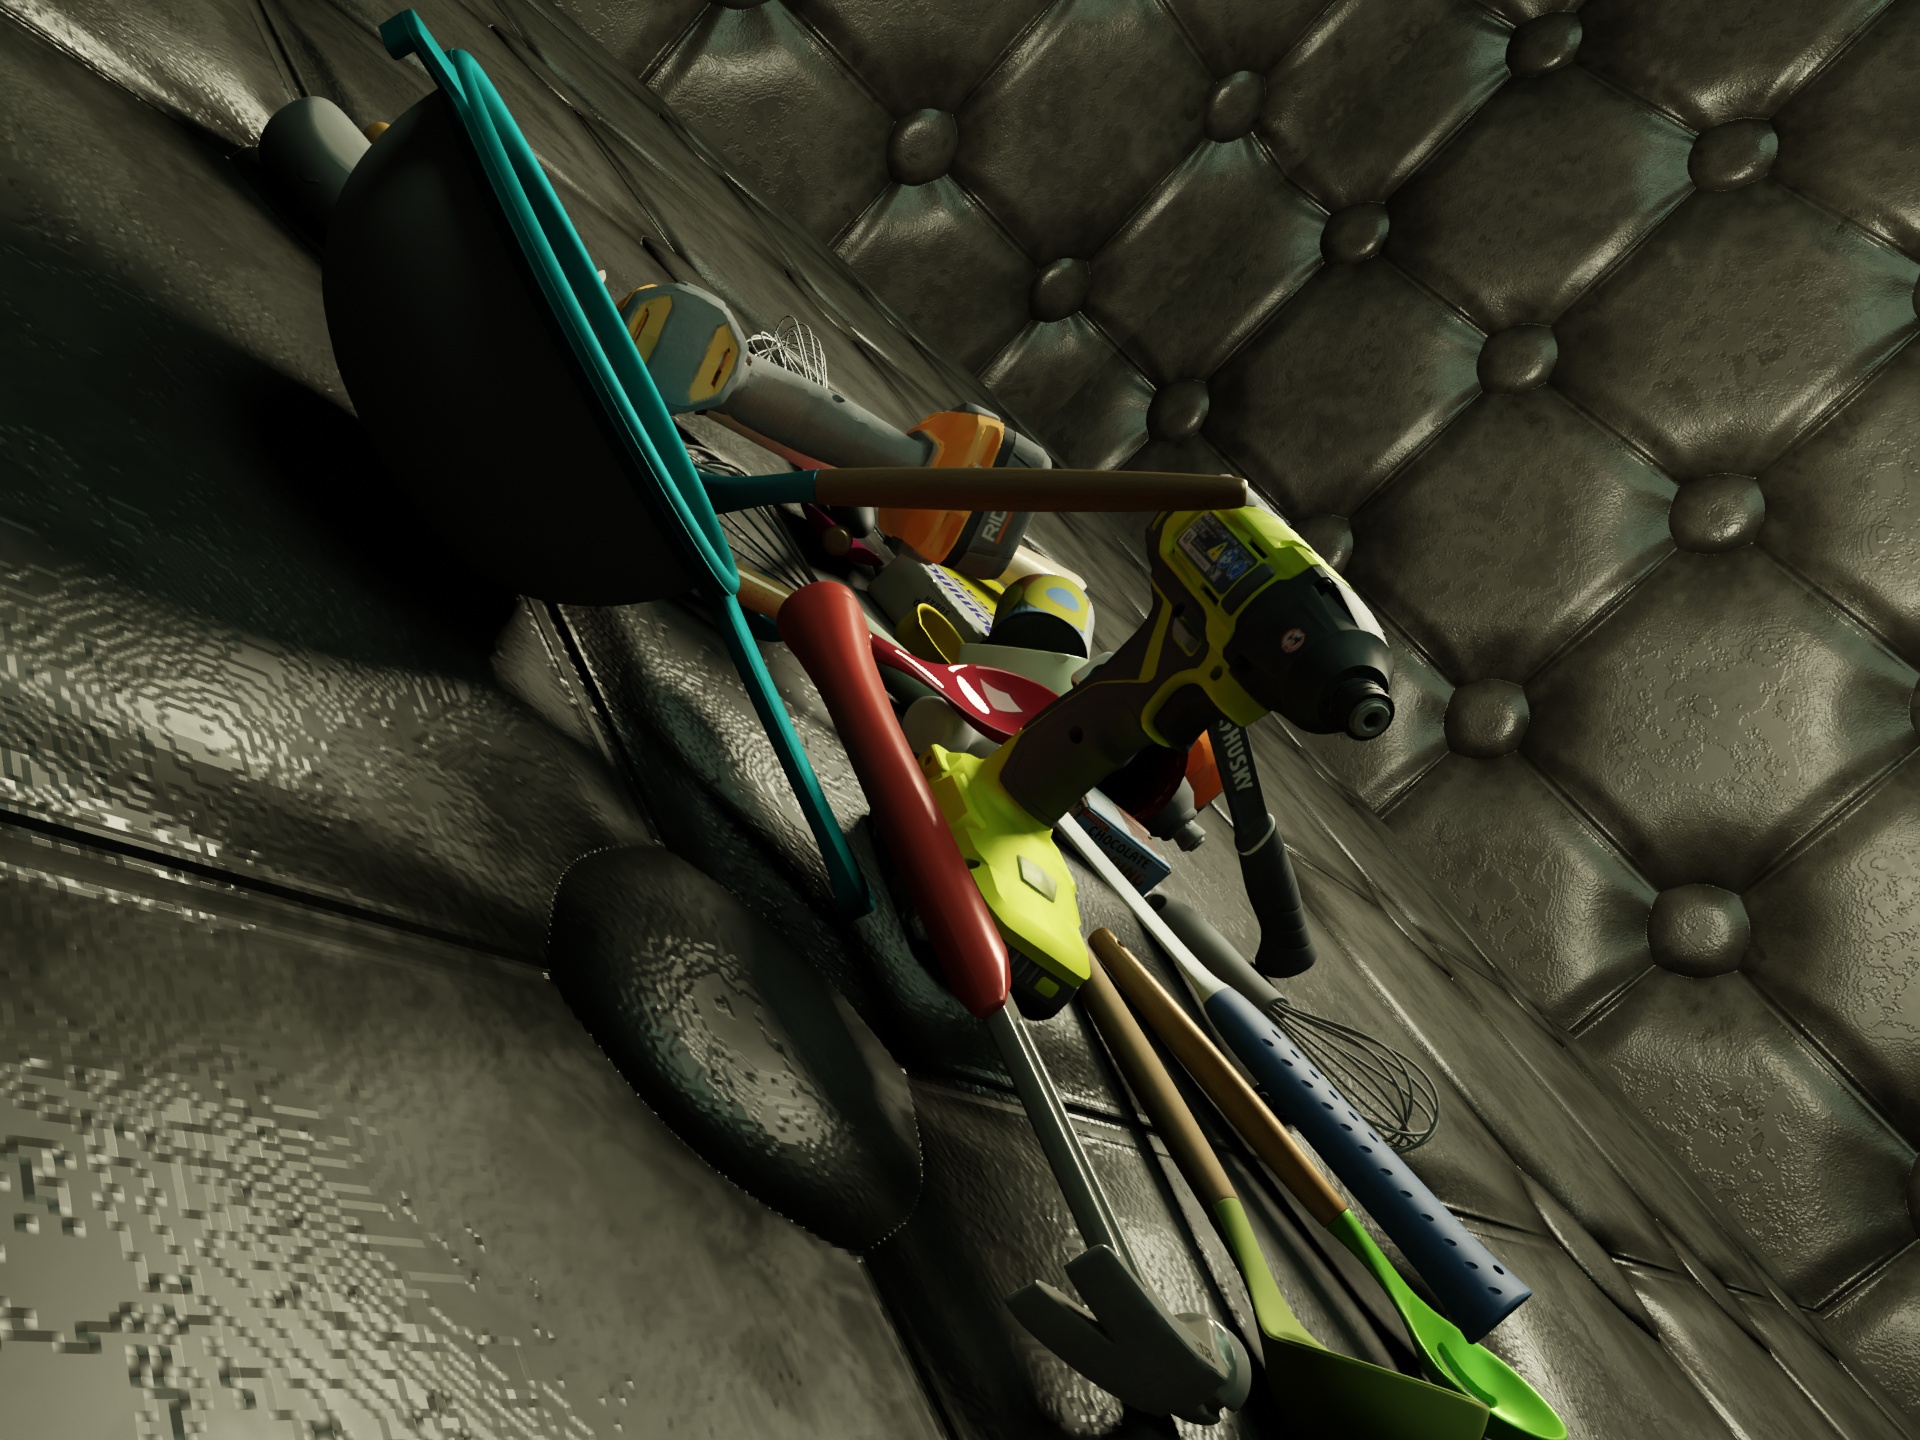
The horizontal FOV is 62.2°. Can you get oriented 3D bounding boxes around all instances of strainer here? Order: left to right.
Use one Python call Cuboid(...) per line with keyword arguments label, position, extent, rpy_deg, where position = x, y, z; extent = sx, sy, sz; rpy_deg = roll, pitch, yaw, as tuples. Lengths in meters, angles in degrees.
Cuboid(label="strainer", position=(-0.141, -0.064, 0.585), extent=(0.211, 0.095, 0.340), rpy_deg=(-132, -163, -83))

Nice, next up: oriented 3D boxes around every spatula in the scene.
Cuboid(label="spatula", position=(-0.035, -0.111, 0.696), extent=(0.082, 0.317, 0.044), rpy_deg=(80, 17, -50))

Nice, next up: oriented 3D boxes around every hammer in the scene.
Cuboid(label="hammer", position=(-0.075, -0.172, 1.076), extent=(0.410, 0.038, 0.146), rpy_deg=(26, 20, -34))
Cuboid(label="hammer", position=(-0.006, 0.066, 0.566), extent=(0.149, 0.036, 0.359), rpy_deg=(53, 7, -49))
Cuboid(label="hammer", position=(0.127, 0.132, 0.807), extent=(0.144, 0.035, 0.406), rpy_deg=(11, 32, -53))
Cuboid(label="hammer", position=(0.179, 0.055, 0.963), extent=(0.036, 0.149, 0.408), rpy_deg=(54, -5, 38))

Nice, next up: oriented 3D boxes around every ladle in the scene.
Cuboid(label="ladle", position=(-0.068, -0.048, 0.774), extent=(0.315, 0.031, 0.069), rpy_deg=(25, 23, -32))
Cuboid(label="ladle", position=(0.106, 0.176, 0.662), extent=(0.078, 0.062, 0.320), rpy_deg=(33, 15, -33))

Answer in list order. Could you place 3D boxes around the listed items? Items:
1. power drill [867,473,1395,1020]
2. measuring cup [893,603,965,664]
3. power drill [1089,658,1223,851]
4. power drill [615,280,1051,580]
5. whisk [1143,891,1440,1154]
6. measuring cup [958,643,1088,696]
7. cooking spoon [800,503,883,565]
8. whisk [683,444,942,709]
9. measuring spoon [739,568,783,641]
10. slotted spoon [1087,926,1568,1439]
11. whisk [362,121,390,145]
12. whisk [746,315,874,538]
Cuboid(label="power drill", position=(0.072, 0.013, 0.670), extent=(0.080, 0.223, 0.171), rpy_deg=(37, 15, -31))
Cuboid(label="measuring cup", position=(-0.002, -0.003, 0.966), extent=(0.062, 0.029, 0.157), rpy_deg=(28, 33, -53))
Cuboid(label="power drill", position=(0.144, 0.026, 1.197), extent=(0.164, 0.084, 0.226), rpy_deg=(50, 17, 15))
Cuboid(label="power drill", position=(-0.084, -0.158, 0.837), extent=(0.226, 0.084, 0.185), rpy_deg=(23, 4, -20))
Cuboid(label="whisk", position=(0.175, 0.160, 0.884), extent=(0.055, 0.055, 0.239), rpy_deg=(34, 5, -41))
Cuboid(label="measuring cup", position=(0.073, -0.016, 0.956), extent=(0.167, 0.038, 0.083), rpy_deg=(10, -2, -32))
Cuboid(label="cooking spoon", position=(-0.073, -0.108, 0.947), extent=(0.068, 0.017, 0.319), rpy_deg=(37, 3, -7))
Cuboid(label="whisk", position=(-0.076, -0.062, 0.857), extent=(0.246, 0.059, 0.058), rpy_deg=(41, 49, -35))
Cuboid(label="measuring spoon", position=(-0.131, -0.067, 0.765), extent=(0.128, 0.021, 0.042), rpy_deg=(23, 34, -38))
Cuboid(label="slotted spoon", position=(0.165, 0.220, 0.771), extent=(0.314, 0.031, 0.070), rpy_deg=(49, 16, 24))
Cuboid(label="whisk", position=(-0.269, -0.263, 0.871), extent=(0.245, 0.051, 0.047), rpy_deg=(48, 18, 27))
Cuboid(label="whisk", position=(-0.113, -0.226, 1.232), extent=(0.070, 0.070, 0.285), rpy_deg=(34, 22, -42))
